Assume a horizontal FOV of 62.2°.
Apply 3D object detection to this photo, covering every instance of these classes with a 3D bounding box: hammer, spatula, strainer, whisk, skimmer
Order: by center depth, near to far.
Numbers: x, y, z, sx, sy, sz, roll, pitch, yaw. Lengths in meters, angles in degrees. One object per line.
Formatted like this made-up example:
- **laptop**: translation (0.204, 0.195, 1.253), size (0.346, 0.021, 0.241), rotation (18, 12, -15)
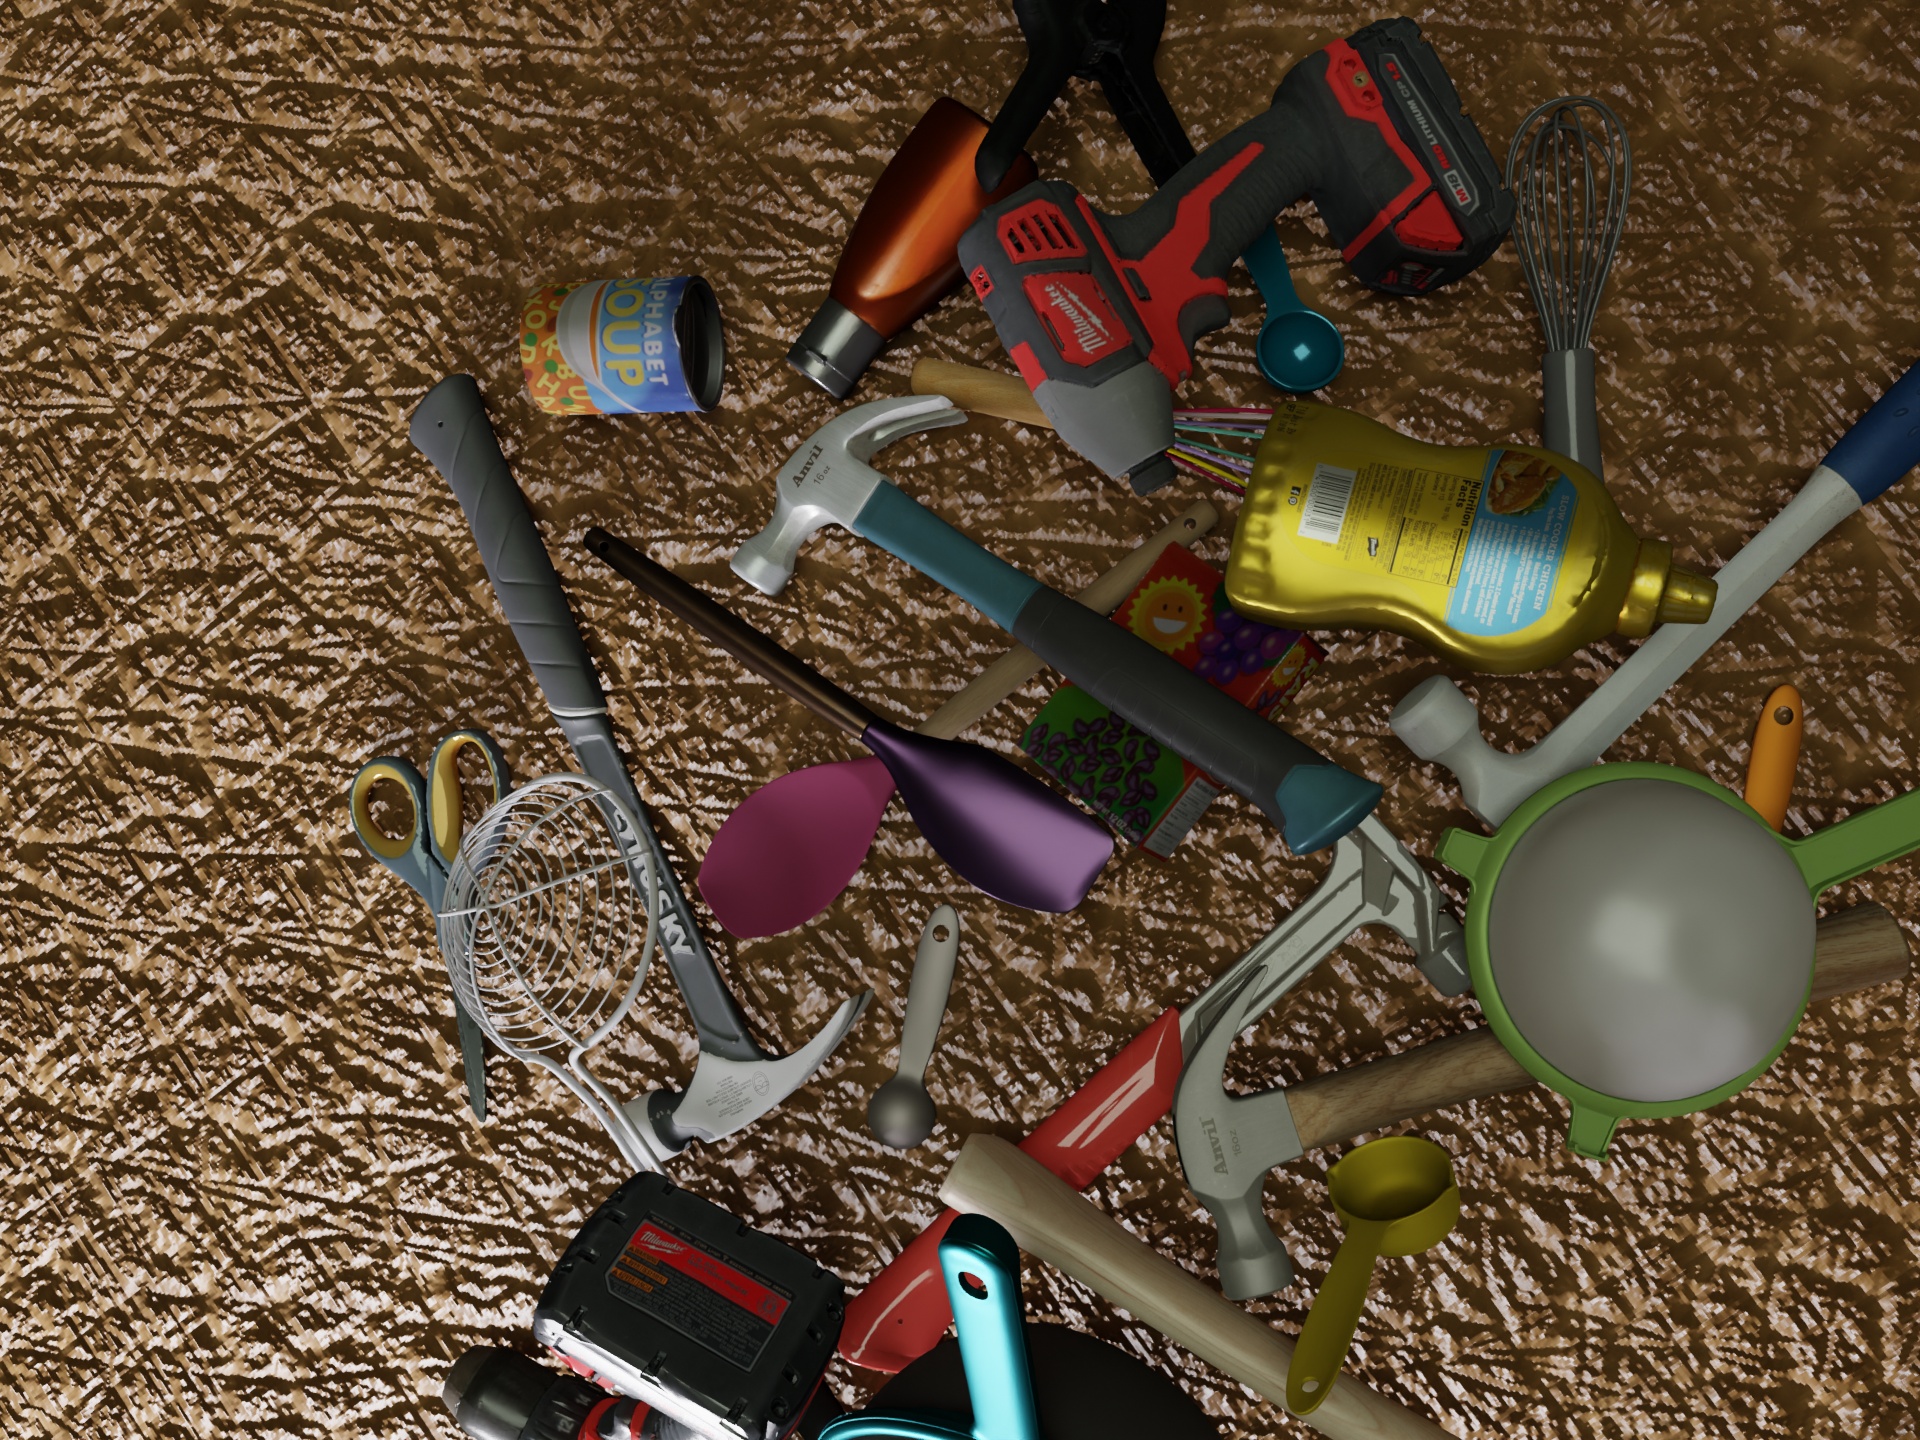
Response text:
- **strainer**: translation (0.338, 0.070, 0.651), size (0.256, 0.069, 0.151), rotation (-23, 86, -2)
- **strainer**: translation (0.040, 0.286, 0.667), size (0.211, 0.095, 0.340), rotation (11, 132, 24)
- **hammer**: translation (0.171, 0.301, 0.674), size (0.411, 0.146, 0.038), rotation (29, 102, 7)
- **hammer**: translation (0.252, 0.139, 0.695), size (0.331, 0.031, 0.130), rotation (-16, 80, -3)
- **hammer**: translation (0.383, -0.091, 0.700), size (0.405, 0.035, 0.144), rotation (-45, 93, 2)
- **hammer**: translation (0.042, -0.042, 0.728), size (0.331, 0.033, 0.128), rotation (36, 95, 25)
- **whisk**: translation (0.281, -0.167, 0.729), size (0.055, 0.055, 0.239), rotation (-2, 92, 10)
- **skimmer**: translation (-0.126, 0.197, 0.750), size (0.127, 0.090, 0.363), rotation (-18, 111, 29)
- **hammer**: translation (0.070, 0.175, 0.758), size (0.359, 0.036, 0.149), rotation (-43, 82, 6)
- **whisk**: translation (0.091, -0.138, 0.760), size (0.245, 0.051, 0.047), rotation (15, 97, 13)
- **spatula**: translation (-0.066, -0.008, 0.781), size (0.316, 0.018, 0.060), rotation (35, 94, 14)
- **hammer**: translation (-0.181, 0.010, 0.799), size (0.149, 0.036, 0.409), rotation (-27, 82, 17)

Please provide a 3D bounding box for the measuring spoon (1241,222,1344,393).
- **measuring spoon**: translation (0.147, -0.213, 0.768), size (0.042, 0.021, 0.129), rotation (-16, 76, -6)

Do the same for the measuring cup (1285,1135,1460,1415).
- **measuring cup**: translation (0.175, 0.244, 0.690), size (0.062, 0.156, 0.029), rotation (-6, 118, 37)

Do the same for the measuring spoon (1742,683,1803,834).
- **measuring spoon**: translation (0.367, 0.041, 0.722), size (0.021, 0.011, 0.117), rotation (10, 90, 10)

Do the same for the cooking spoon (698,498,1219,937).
- **cooking spoon**: translation (-0.001, -0.003, 0.784), size (0.319, 0.017, 0.069), rotation (-39, 78, 7)

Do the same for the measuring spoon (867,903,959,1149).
- **measuring spoon**: translation (-0.021, 0.151, 0.783), size (0.034, 0.018, 0.124), rotation (12, 90, 10)

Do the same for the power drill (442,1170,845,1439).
- **power drill**: translation (-0.152, 0.306, 0.728), size (0.188, 0.080, 0.226), rotation (25, 131, 10)

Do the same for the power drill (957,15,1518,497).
- **power drill**: translation (0.123, -0.203, 0.710), size (0.219, 0.078, 0.143), rotation (-29, 90, -5)
